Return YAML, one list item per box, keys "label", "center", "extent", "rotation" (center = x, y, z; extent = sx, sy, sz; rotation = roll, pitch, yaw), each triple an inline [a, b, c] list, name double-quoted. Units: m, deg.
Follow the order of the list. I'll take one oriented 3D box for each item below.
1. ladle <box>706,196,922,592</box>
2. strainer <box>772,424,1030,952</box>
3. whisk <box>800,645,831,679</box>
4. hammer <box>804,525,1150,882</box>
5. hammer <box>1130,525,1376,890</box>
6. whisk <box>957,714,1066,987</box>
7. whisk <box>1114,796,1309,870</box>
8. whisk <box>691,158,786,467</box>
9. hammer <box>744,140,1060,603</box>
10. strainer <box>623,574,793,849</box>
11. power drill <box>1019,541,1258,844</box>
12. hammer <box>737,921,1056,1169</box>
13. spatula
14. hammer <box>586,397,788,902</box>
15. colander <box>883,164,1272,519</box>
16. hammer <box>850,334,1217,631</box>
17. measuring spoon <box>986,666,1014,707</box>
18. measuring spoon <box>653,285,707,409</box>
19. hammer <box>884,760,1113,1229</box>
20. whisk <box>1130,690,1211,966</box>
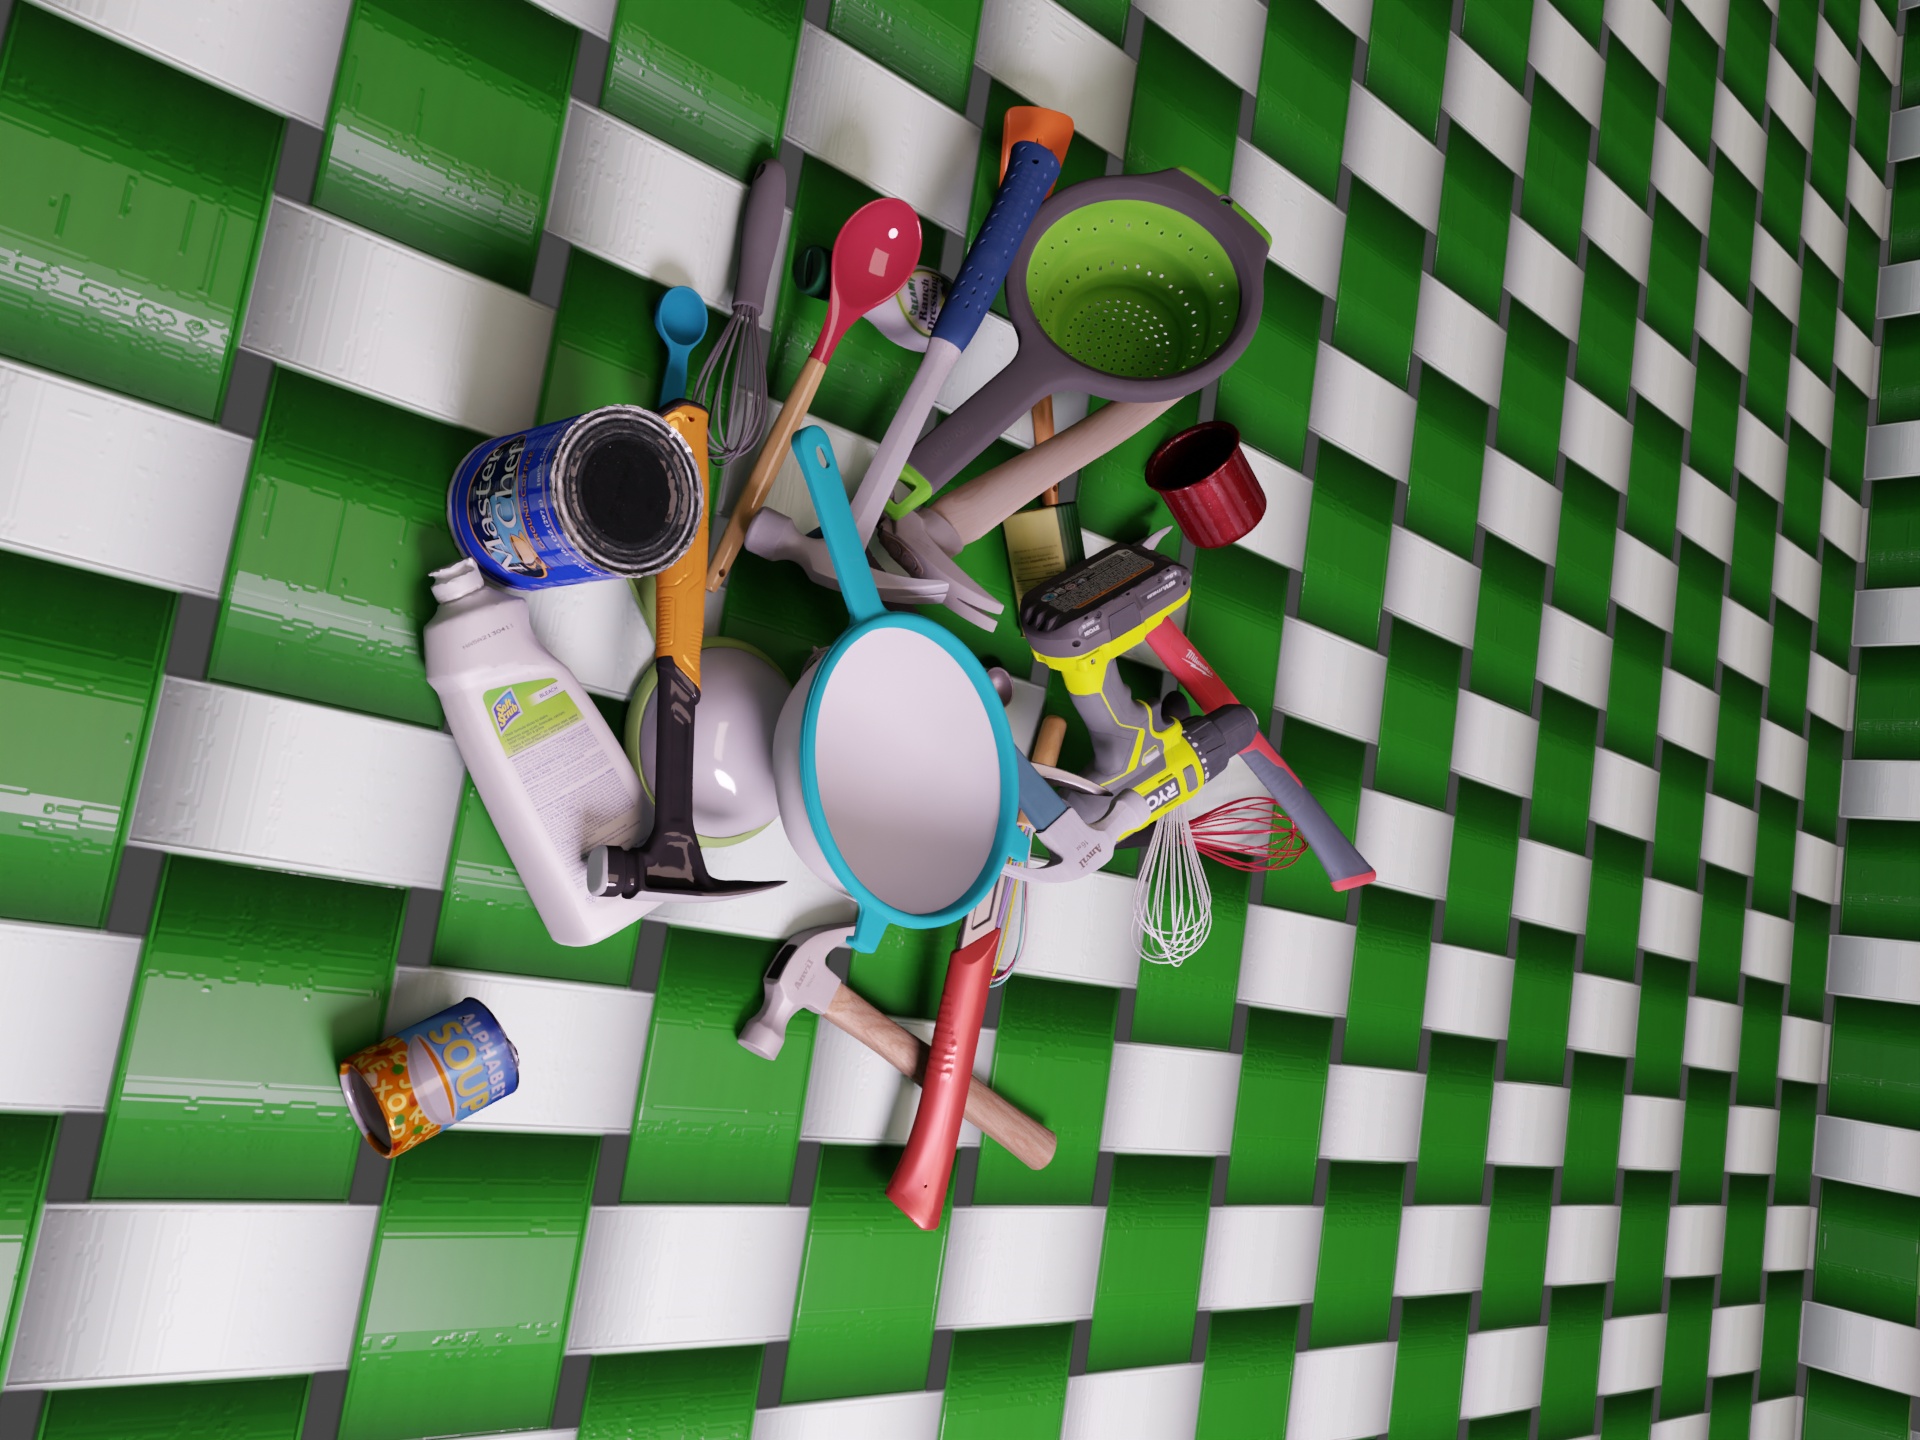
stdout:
- label: "ladle"
  center: [-0.113, -0.234, 1.144]
  extent: [0.069, 0.031, 0.315]
  rotation: [30, 82, -40]
- label: "strainer"
  center: [-0.078, -0.023, 1.073]
  extent: [0.211, 0.095, 0.340]
  rotation: [-24, 100, -50]
- label: "whisk"
  center: [-0.049, 0.037, 1.225]
  extent: [0.058, 0.059, 0.246]
  rotation: [-32, 121, 2]
- label: "hammer"
  center: [0.000, -0.016, 1.180]
  extent: [0.128, 0.033, 0.331]
  rotation: [-41, 99, -21]
- label: "hammer"
  center: [0.261, 0.002, 1.443]
  extent: [0.386, 0.038, 0.143]
  rotation: [49, 48, -17]
- label: "whisk"
  center: [0.048, 0.107, 1.311]
  extent: [0.047, 0.051, 0.245]
  rotation: [29, 68, -32]
- label: "whisk"
  center: [0.208, 0.102, 1.446]
  extent: [0.295, 0.073, 0.073]
  rotation: [3, 88, -35]
- label: "whisk"
  center: [-0.152, -0.293, 1.132]
  extent: [0.055, 0.055, 0.239]
  rotation: [20, 72, -40]
- label: "hammer"
  center: [-0.010, -0.266, 1.179]
  extent: [0.144, 0.035, 0.406]
  rotation: [24, 69, -2]
- label: "strainer"
  center: [-0.172, -0.031, 1.093]
  extent: [0.151, 0.069, 0.256]
  rotation: [-37, 115, -36]
- label: "power drill"
  center: [0.149, -0.024, 1.298]
  extent: [0.190, 0.080, 0.228]
  rotation: [-30, 123, -18]
- label: "hammer"
  center: [-0.029, 0.267, 1.247]
  extent: [0.331, 0.031, 0.130]
  rotation: [42, 63, -34]
- label: "spatula"
  center: [0.068, -0.342, 1.331]
  extent: [0.081, 0.041, 0.322]
  rotation: [-10, 98, -42]
- label: "hammer"
  center: [-0.177, -0.049, 1.043]
  extent: [0.127, 0.034, 0.337]
  rotation: [7, 74, -34]
- label: "colander"
  center: [0.077, -0.276, 1.263]
  extent: [0.204, 0.094, 0.397]
  rotation: [43, 73, 12]
- label: "hammer"
  center: [0.101, -0.218, 1.296]
  extent: [0.146, 0.038, 0.411]
  rotation: [43, 56, 14]
- label: "measuring spoon"
  center: [-0.002, -0.004, 1.279]
  extent: [0.124, 0.018, 0.034]
  rotation: [-38, 108, -37]
- label: "measuring spoon"
  center: [-0.204, -0.237, 1.106]
  extent: [0.042, 0.021, 0.128]
  rotation: [5, 96, -49]
- label: "hammer"
  center: [0.013, 0.206, 1.215]
  extent: [0.149, 0.037, 0.359]
  rotation: [13, 86, -19]
- label: "whisk"
  center: [0.182, 0.086, 1.376]
  extent: [0.070, 0.070, 0.285]
  rotation: [40, 41, -34]
